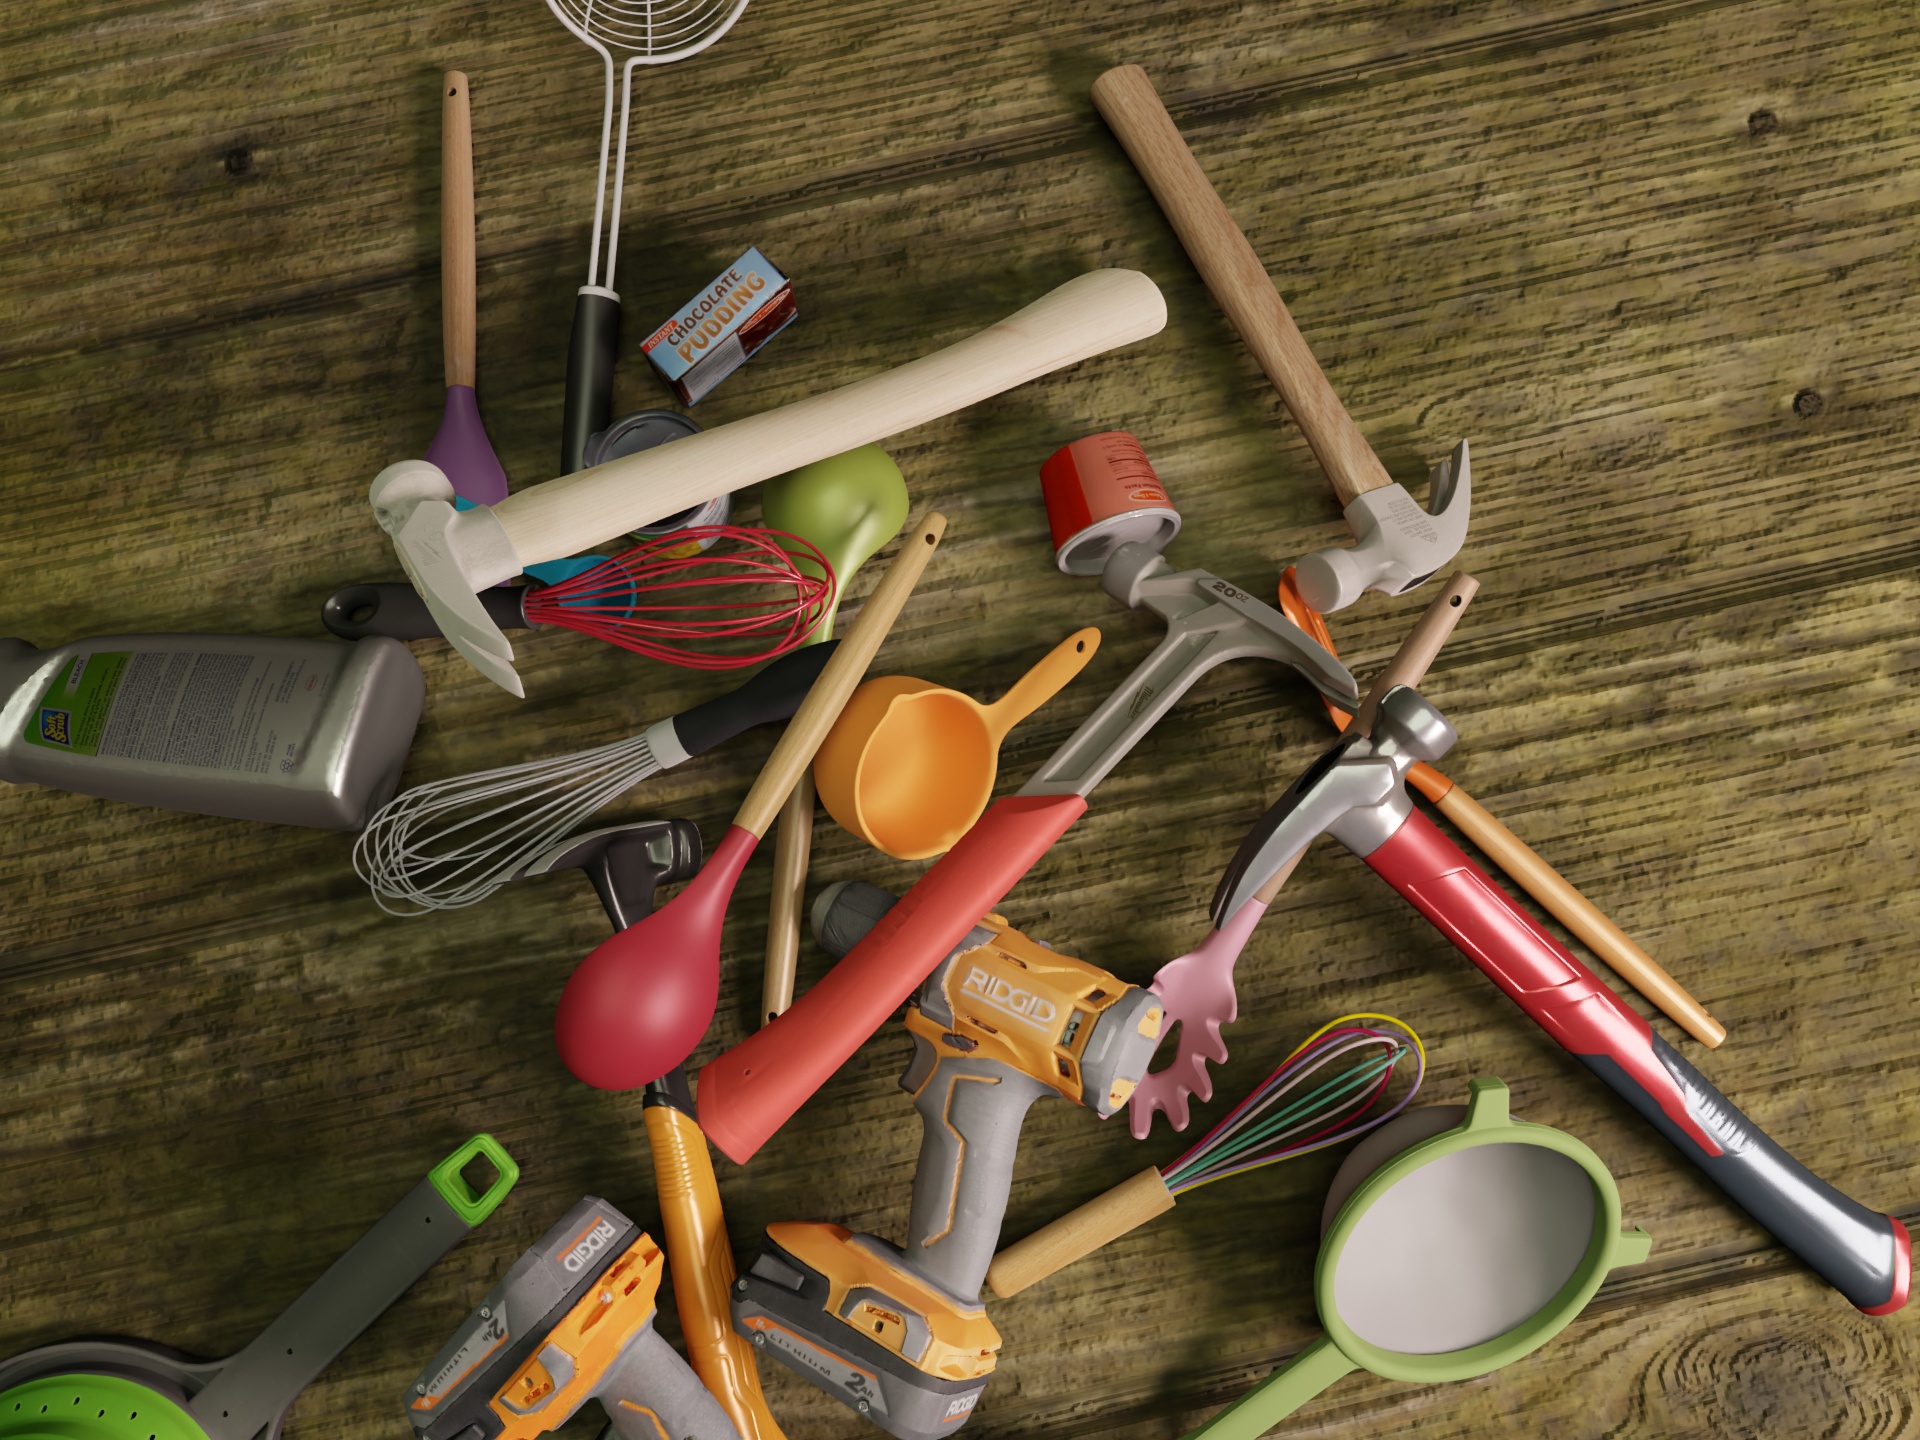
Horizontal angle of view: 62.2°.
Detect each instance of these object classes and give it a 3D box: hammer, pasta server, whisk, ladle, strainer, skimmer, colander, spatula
[{"bbox_3d":[-0.066,-0.138,0.776,0.410,0.038,0.146,-25,50,-21],"label":"hammer"},{"bbox_3d":[0.160,0.066,0.775,0.060,0.040,0.316,31,101,-3],"label":"pasta server"},{"bbox_3d":[0.160,-0.213,0.841,0.130,0.031,0.331,-19,74,-29],"label":"hammer"},{"bbox_3d":[0.020,0.070,0.747,0.359,0.036,0.149,-45,57,-12],"label":"hammer"},{"bbox_3d":[0.298,0.162,0.759,0.386,0.038,0.143,42,97,-6],"label":"hammer"},{"bbox_3d":[0.119,0.217,0.791,0.245,0.051,0.047,-30,91,2],"label":"whisk"},{"bbox_3d":[-0.086,0.031,0.743,0.069,0.031,0.315,38,73,-26],"label":"ladle"},{"bbox_3d":[0.193,0.272,0.772,0.256,0.069,0.151,-42,115,10],"label":"strainer"},{"bbox_3d":[-0.179,-0.293,0.846,0.127,0.090,0.363,7,83,-30],"label":"skimmer"},{"bbox_3d":[-0.374,0.349,0.753,0.397,0.094,0.204,-44,83,-5],"label":"colander"},{"bbox_3d":[-0.174,0.025,0.799,0.284,0.070,0.070,-24,82,6],"label":"whisk"},{"bbox_3d":[-0.138,0.217,0.768,0.034,0.127,0.337,-15,87,25],"label":"hammer"},{"bbox_3d":[-0.079,0.007,0.831,0.078,0.062,0.320,6,89,5],"label":"ladle"},{"bbox_3d":[-0.199,-0.059,0.807,0.296,0.073,0.073,-1,81,18],"label":"whisk"},{"bbox_3d":[0.270,0.047,0.808,0.322,0.081,0.041,42,113,2],"label":"spatula"},{"bbox_3d":[-0.277,-0.206,0.872,0.060,0.018,0.316,-3,82,3],"label":"spatula"}]

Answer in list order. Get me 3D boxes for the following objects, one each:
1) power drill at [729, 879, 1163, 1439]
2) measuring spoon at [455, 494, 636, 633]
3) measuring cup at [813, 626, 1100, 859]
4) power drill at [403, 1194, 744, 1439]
[{"bbox_3d":[-0.027,0.198,0.768,0.185,0.084,0.226,22,83,25],"label":"power drill"},{"bbox_3d":[-0.229,-0.088,0.849,0.128,0.021,0.042,30,95,3],"label":"measuring spoon"},{"bbox_3d":[-0.001,-0.003,0.818,0.173,0.052,0.095,-39,125,-26],"label":"measuring cup"},{"bbox_3d":[-0.134,0.343,0.709,0.226,0.084,0.164,42,112,5],"label":"power drill"}]
